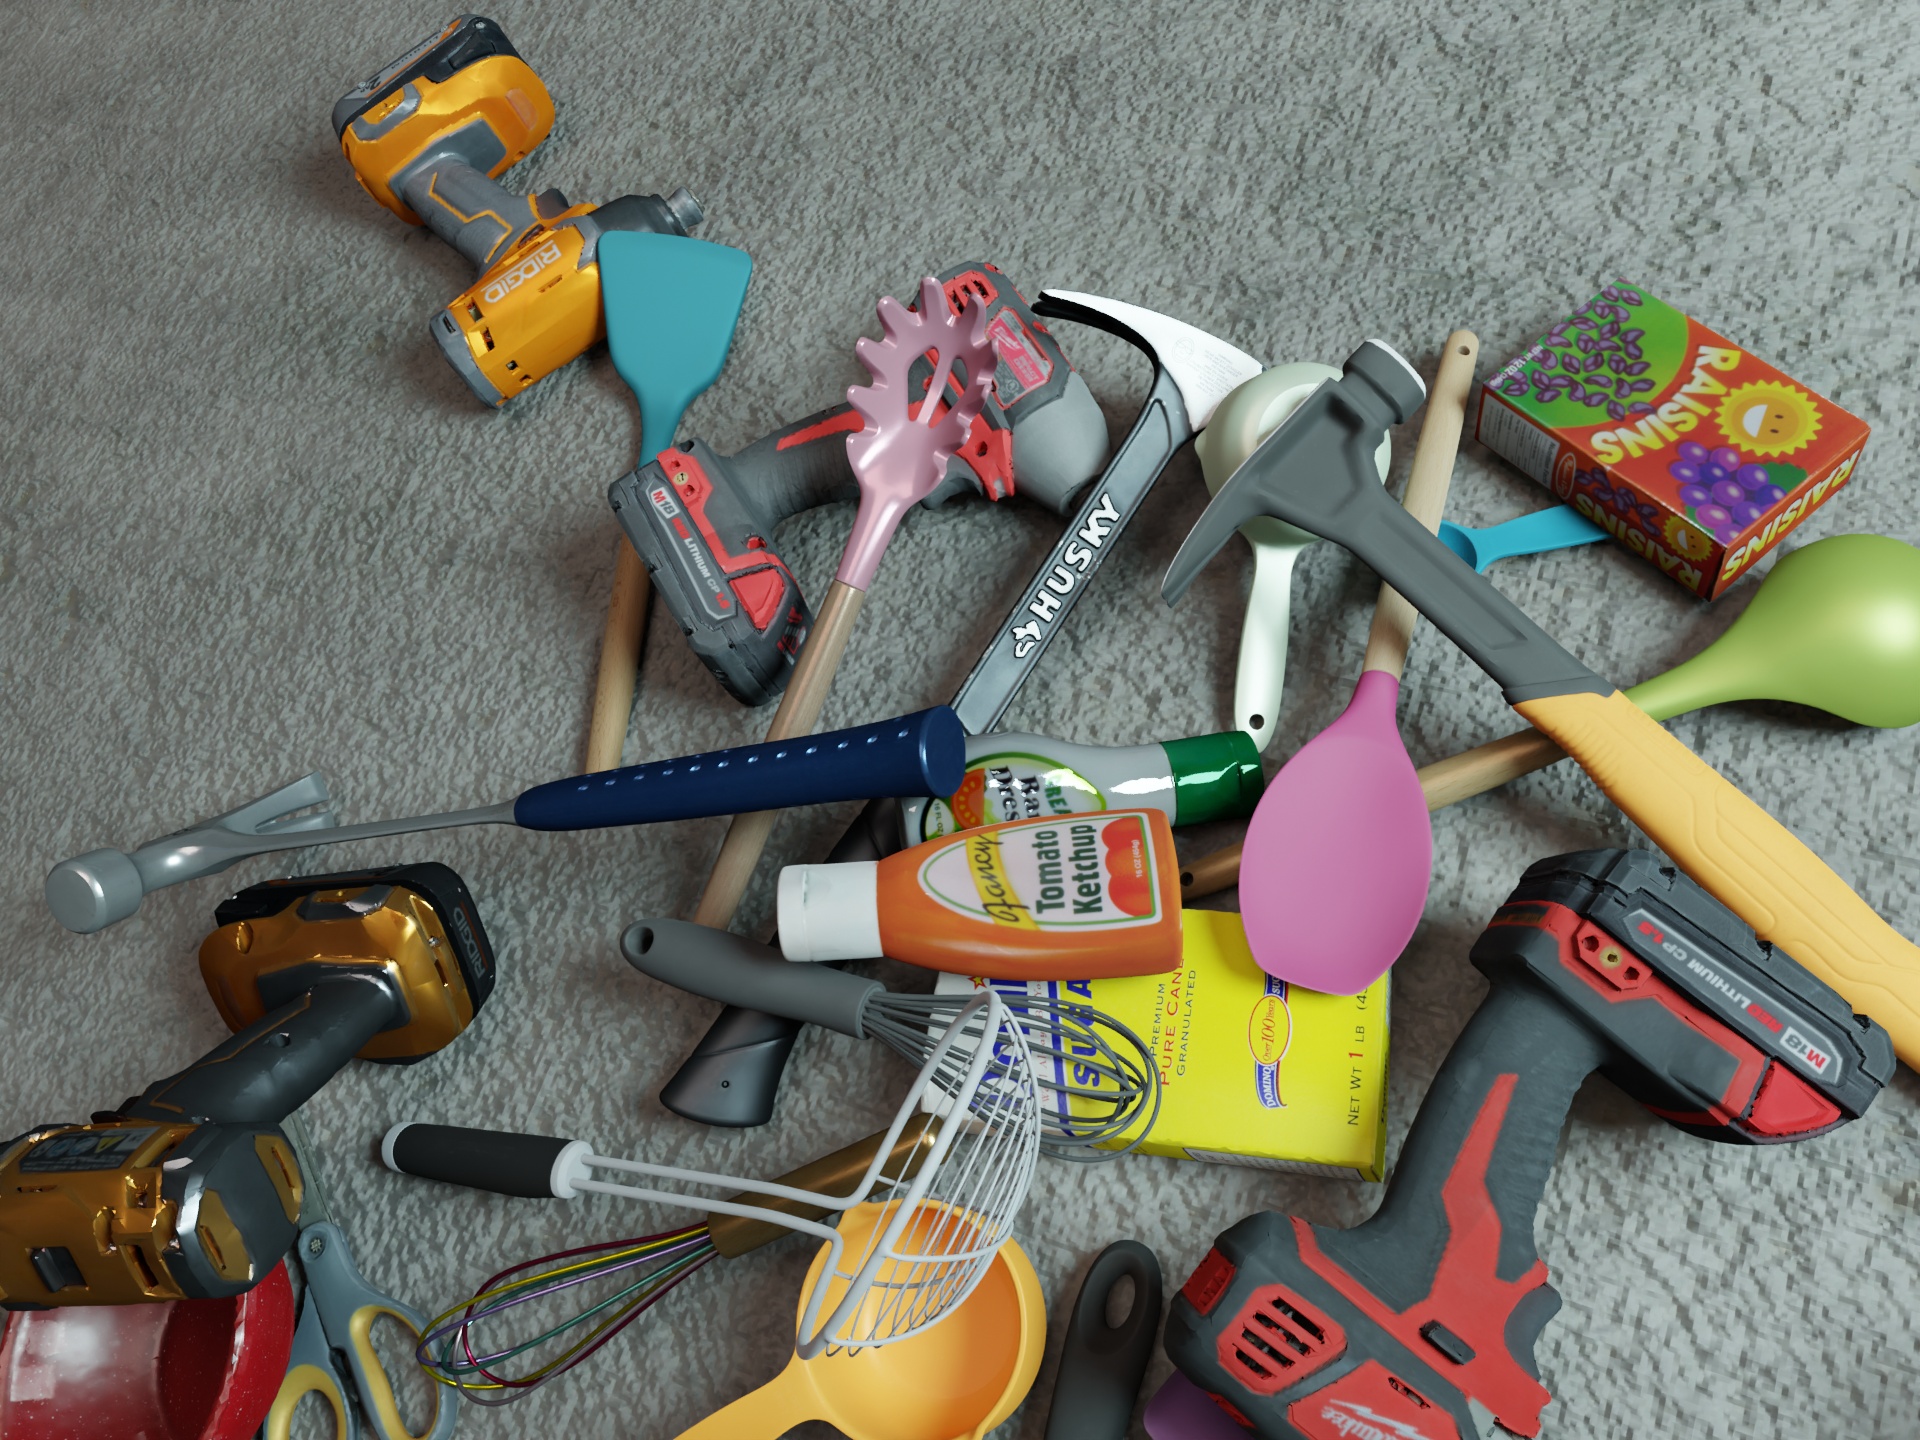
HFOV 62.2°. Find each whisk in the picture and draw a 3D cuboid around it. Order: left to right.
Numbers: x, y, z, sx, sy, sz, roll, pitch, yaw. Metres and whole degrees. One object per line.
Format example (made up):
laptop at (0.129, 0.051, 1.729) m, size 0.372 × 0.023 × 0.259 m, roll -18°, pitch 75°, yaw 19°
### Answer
whisk at (-0.111, 0.213, 0.632) m, size 0.245 × 0.051 × 0.047 m, roll -27°, pitch 92°, yaw 11°
whisk at (-0.036, 0.115, 0.612) m, size 0.239 × 0.055 × 0.055 m, roll 12°, pitch 70°, yaw 27°
whisk at (0.021, 0.323, 0.540) m, size 0.073 × 0.073 × 0.296 m, roll 9°, pitch 63°, yaw 23°

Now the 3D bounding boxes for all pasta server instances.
pasta server at (-0.060, -0.033, 0.679) m, size 0.060 × 0.040 × 0.316 m, roll 23°, pitch 92°, yaw 10°

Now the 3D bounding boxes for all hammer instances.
hammer at (-0.188, 0.036, 0.678) m, size 0.405 × 0.144 × 0.035 m, roll -8°, pitch 101°, yaw 22°
hammer at (-0.001, -0.002, 0.686) m, size 0.149 × 0.036 × 0.409 m, roll 35°, pitch 84°, yaw -5°
hammer at (0.229, 0.013, 0.575) m, size 0.337 × 0.034 × 0.127 m, roll 44°, pitch 94°, yaw 14°

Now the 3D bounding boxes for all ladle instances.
ladle at (0.228, 0.013, 0.627) m, size 0.320 × 0.062 × 0.078 m, roll -24°, pitch 68°, yaw 15°

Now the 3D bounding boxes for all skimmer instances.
skimmer at (-0.121, 0.155, 0.589) m, size 0.363 × 0.090 × 0.127 m, roll -6°, pitch 42°, yaw 37°

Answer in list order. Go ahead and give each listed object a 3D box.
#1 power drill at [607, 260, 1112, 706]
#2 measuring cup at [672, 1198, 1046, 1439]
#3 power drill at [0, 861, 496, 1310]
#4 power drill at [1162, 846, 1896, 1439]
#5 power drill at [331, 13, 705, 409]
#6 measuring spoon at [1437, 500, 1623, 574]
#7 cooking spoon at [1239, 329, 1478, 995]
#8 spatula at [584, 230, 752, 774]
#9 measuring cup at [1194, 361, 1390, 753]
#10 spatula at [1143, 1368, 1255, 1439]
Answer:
power drill at (-0.038, -0.107, 0.746) m, size 0.219 × 0.078 × 0.143 m, roll -32°, pitch 71°, yaw -2°
measuring cup at (-0.046, 0.248, 0.598) m, size 0.173 × 0.052 × 0.095 m, roll -34°, pitch 65°, yaw 6°
power drill at (-0.317, 0.149, 0.652) m, size 0.185 × 0.084 × 0.226 m, roll -8°, pitch 22°, yaw 16°
power drill at (0.201, 0.176, 0.517) m, size 0.188 × 0.080 × 0.227 m, roll 39°, pitch 82°, yaw 5°
power drill at (-0.252, -0.302, 0.915) m, size 0.164 × 0.084 × 0.227 m, roll -34°, pitch 64°, yaw 1°
measuring spoon at (0.241, -0.073, 0.675) m, size 0.128 × 0.021 × 0.042 m, roll -13°, pitch 57°, yaw 3°
cooking spoon at (0.175, -0.037, 0.642) m, size 0.069 × 0.017 × 0.319 m, roll 16°, pitch 64°, yaw 10°
spatula at (-0.164, -0.104, 0.810) m, size 0.082 × 0.044 × 0.318 m, roll 7°, pitch 68°, yaw -8°
measuring cup at (0.137, -0.069, 0.667) m, size 0.083 × 0.038 × 0.167 m, roll 8°, pitch 86°, yaw -8°
spatula at (0.192, 0.316, 0.502) m, size 0.060 × 0.018 × 0.316 m, roll -38°, pitch 58°, yaw -26°
